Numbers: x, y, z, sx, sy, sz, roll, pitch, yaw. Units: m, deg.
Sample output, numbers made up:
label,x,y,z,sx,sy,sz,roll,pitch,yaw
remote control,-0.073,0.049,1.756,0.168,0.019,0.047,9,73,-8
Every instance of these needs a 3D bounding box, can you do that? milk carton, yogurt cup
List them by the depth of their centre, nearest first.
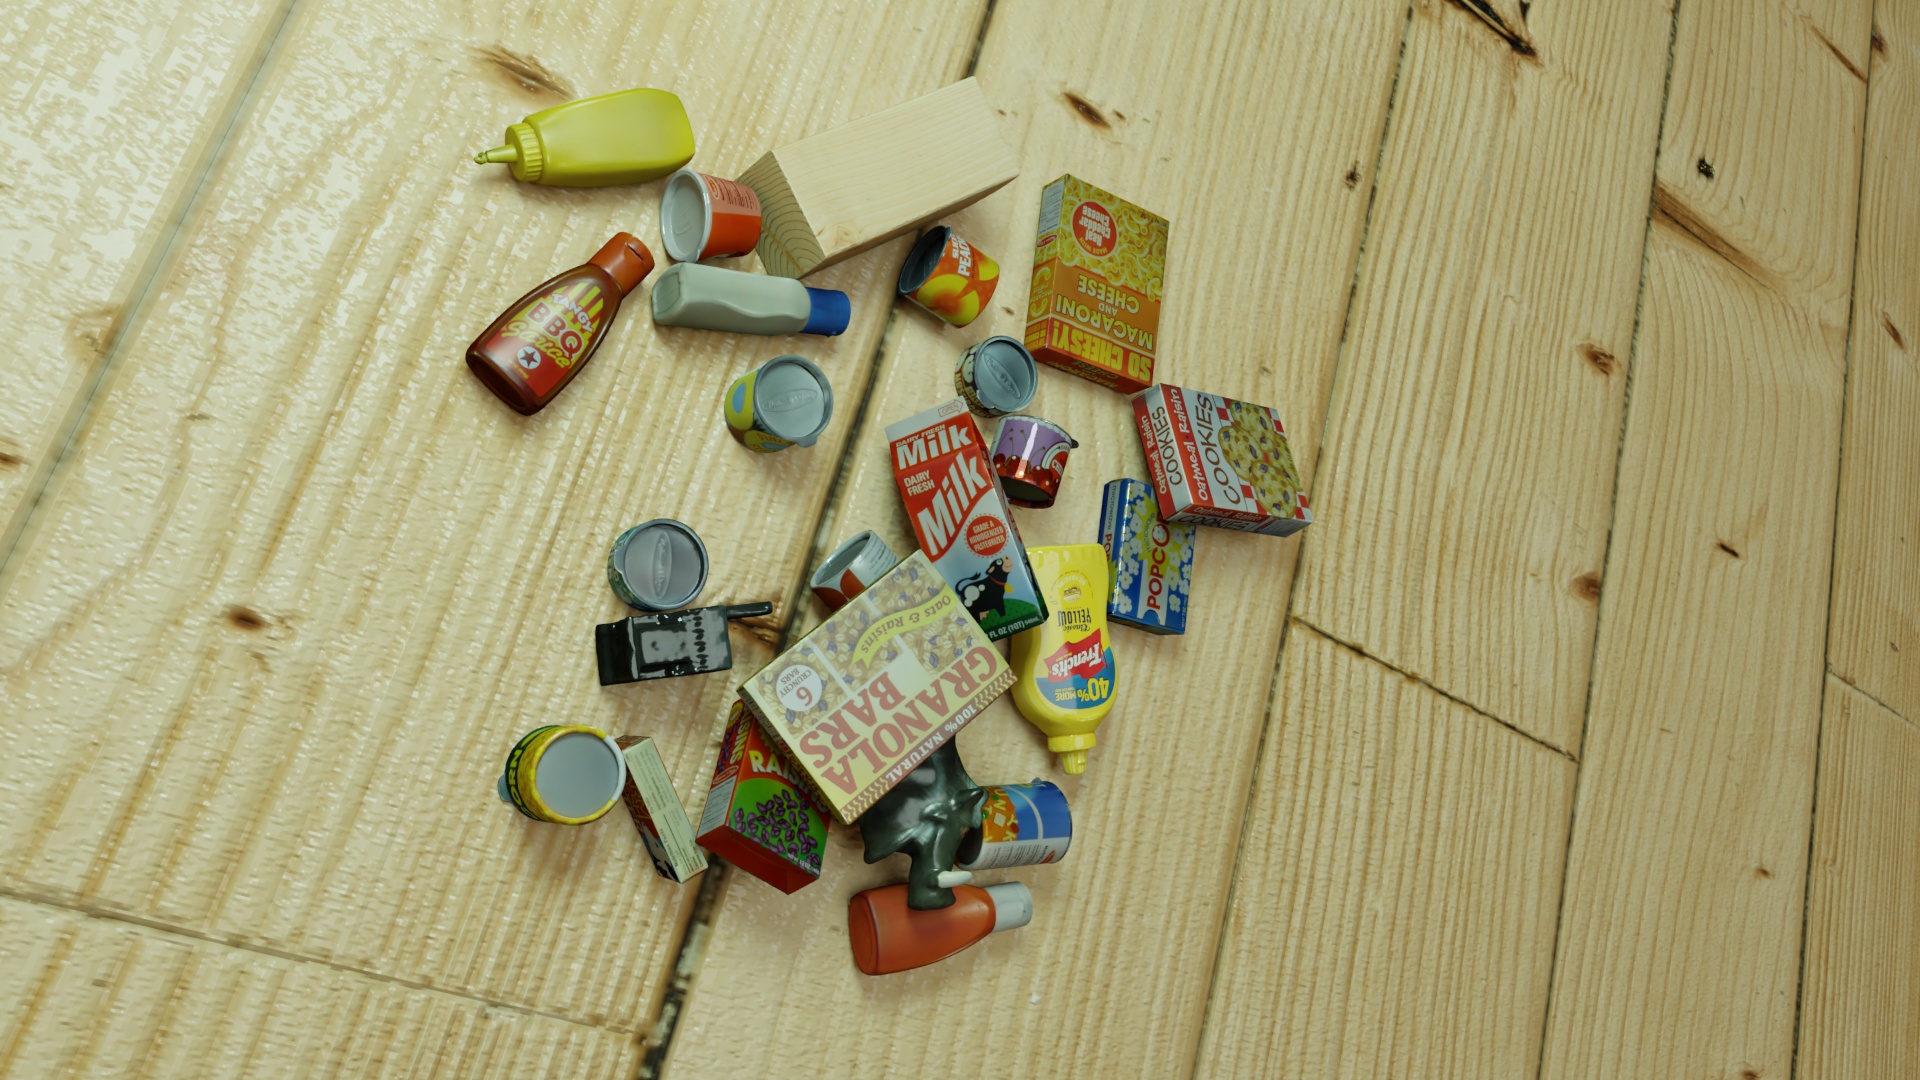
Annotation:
label,x,y,z,sx,sy,sz,roll,pitch,yaw
yogurt cup,-0.186,-0.242,1.042,0.054,0.072,0.072,-6,86,-41
milk carton,0.004,-0.014,1.103,0.072,0.073,0.190,-21,89,7

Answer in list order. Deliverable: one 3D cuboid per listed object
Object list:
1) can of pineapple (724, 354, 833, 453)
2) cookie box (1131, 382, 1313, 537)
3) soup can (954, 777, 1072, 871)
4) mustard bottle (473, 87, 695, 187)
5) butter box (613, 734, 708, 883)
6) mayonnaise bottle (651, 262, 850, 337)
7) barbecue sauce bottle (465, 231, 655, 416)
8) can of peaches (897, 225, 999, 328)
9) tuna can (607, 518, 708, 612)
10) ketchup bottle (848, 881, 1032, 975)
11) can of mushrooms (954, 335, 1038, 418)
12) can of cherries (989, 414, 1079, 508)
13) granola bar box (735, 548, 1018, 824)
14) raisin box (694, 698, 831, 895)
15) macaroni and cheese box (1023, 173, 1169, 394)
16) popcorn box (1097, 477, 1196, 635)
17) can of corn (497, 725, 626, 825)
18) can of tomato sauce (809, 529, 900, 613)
label,x,y,z,sx,sy,sz,roll,pitch,yaw
can of pineapple,-0.138,-0.101,1.054,0.071,0.057,0.071,5,80,-32
cookie box,0.240,-0.071,1.277,0.168,0.040,0.123,7,61,-38
soup can,0.036,0.226,1.114,0.084,0.071,0.071,3,81,-32
mustard bottle,-0.274,-0.286,1.000,0.161,0.048,0.065,-18,93,-33
butter box,-0.213,0.185,0.966,0.024,0.053,0.103,-26,97,-30
mayonnaise bottle,-0.155,-0.180,1.055,0.148,0.064,0.041,0,80,-37
barbecue sauce bottle,-0.277,-0.159,0.982,0.065,0.043,0.149,46,61,-18
can of peaches,-0.008,-0.219,1.149,0.058,0.071,0.071,30,68,-27
tuna can,-0.220,0.018,0.998,0.071,0.032,0.071,5,80,-32
ketchup bottle,-0.013,0.295,1.084,0.149,0.043,0.065,-1,76,-33
can of mushrooms,0.029,-0.137,1.182,0.071,0.033,0.071,5,80,-33
can of cherries,0.058,-0.065,1.168,0.071,0.071,0.058,28,69,-27
granola bar box,-0.059,0.105,1.003,0.166,0.039,0.124,-38,92,-23
raisin box,-0.133,0.178,0.997,0.086,0.040,0.124,36,39,-26
macaroni and cheese box,0.124,-0.229,1.254,0.124,0.040,0.167,16,74,-30
popcorn box,0.165,0.015,1.245,0.085,0.038,0.127,17,74,-31
can of corn,-0.267,0.158,0.931,0.071,0.058,0.071,6,80,-32
can of tomato sauce,-0.067,0.044,1.075,0.083,0.071,0.071,49,61,-17
